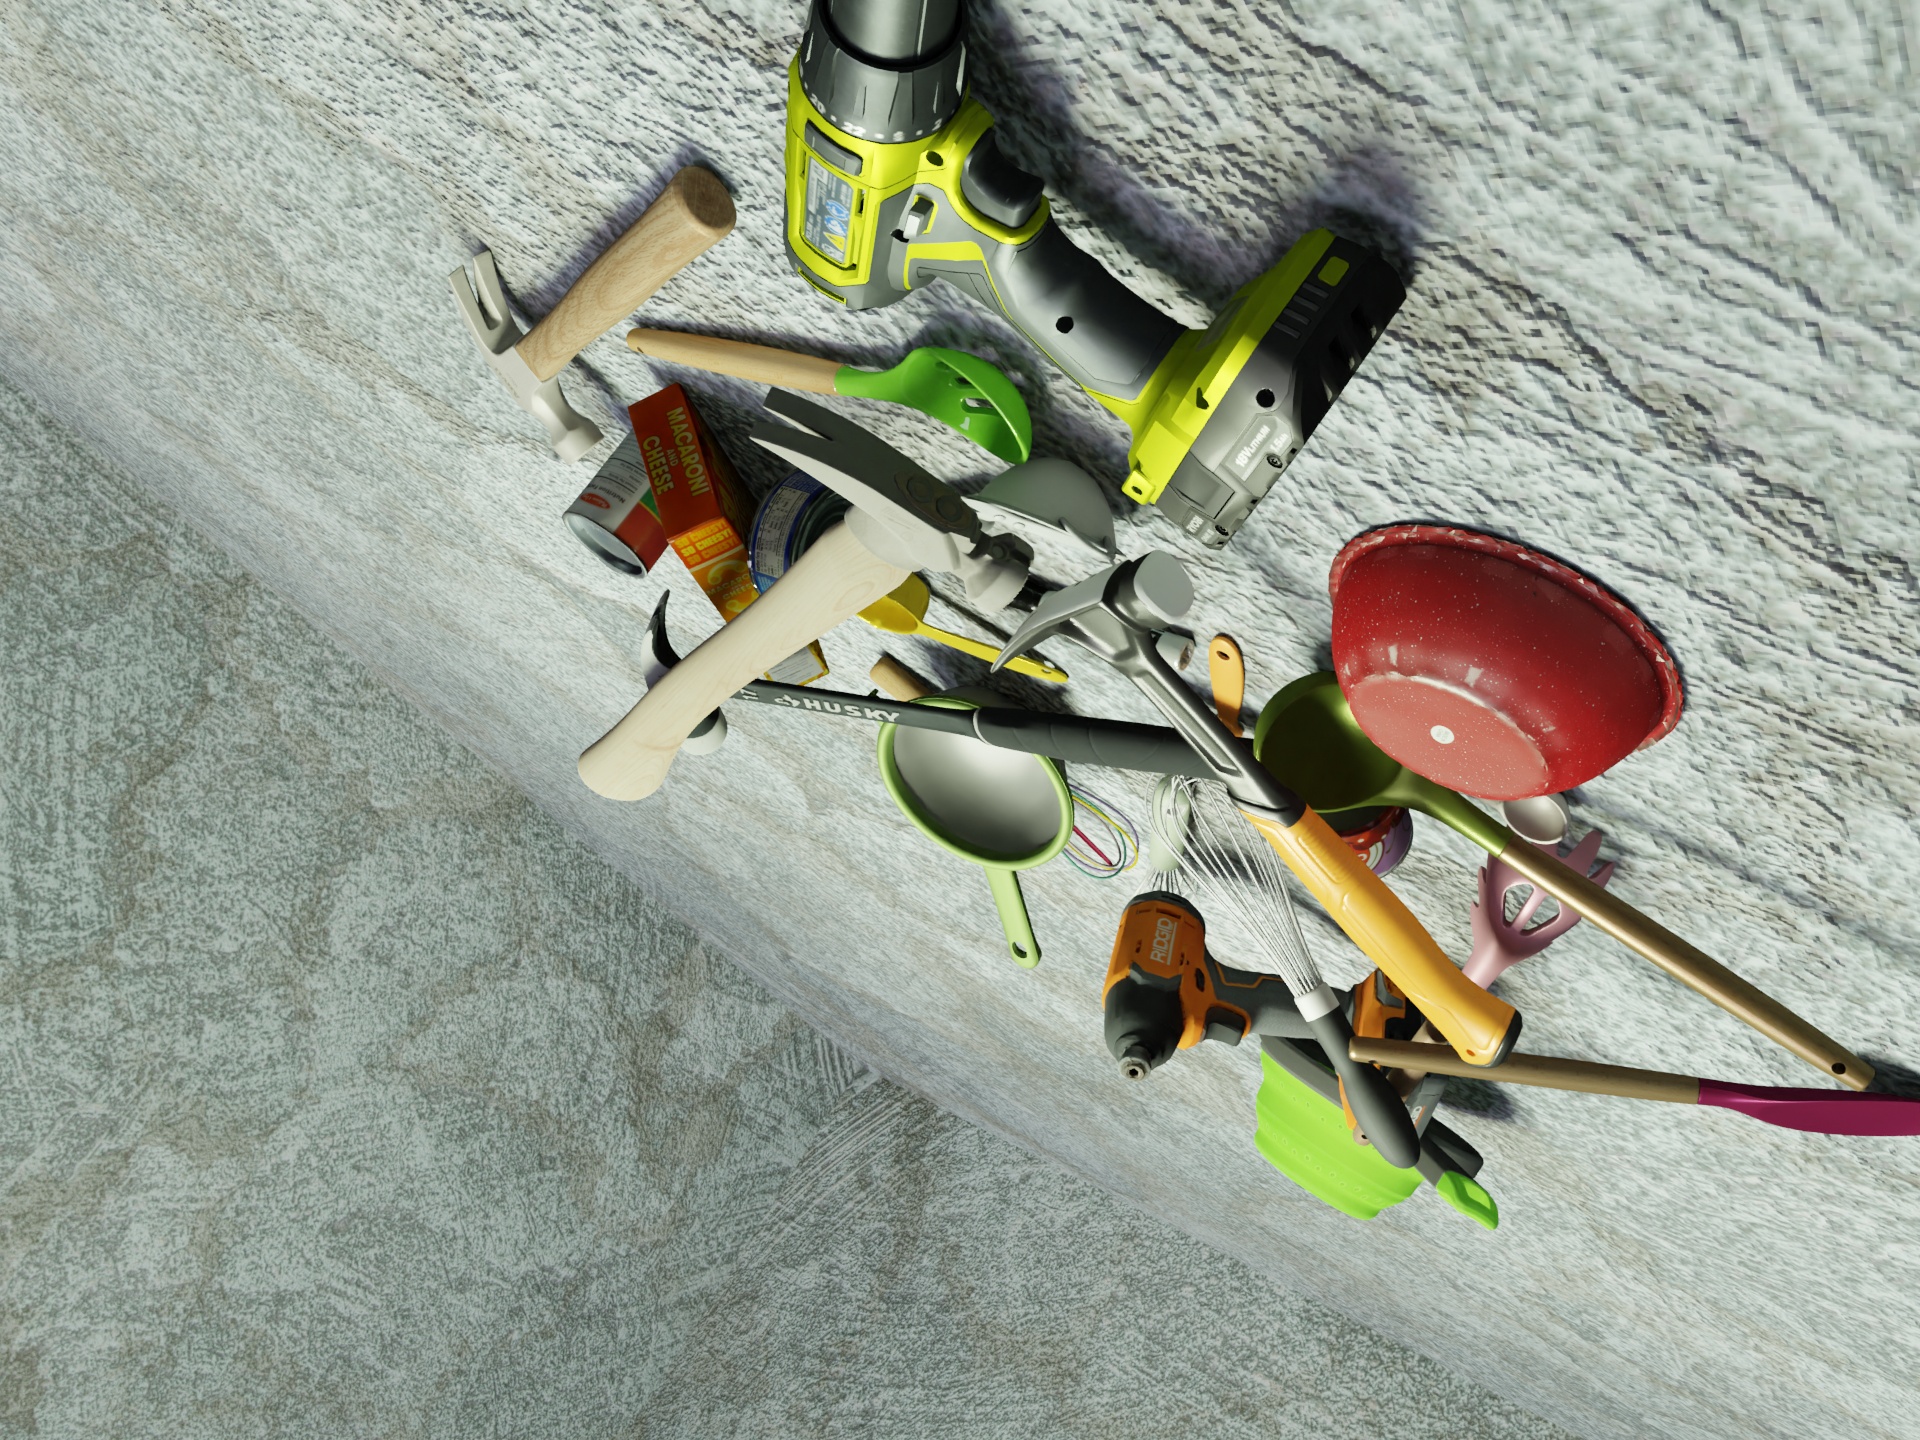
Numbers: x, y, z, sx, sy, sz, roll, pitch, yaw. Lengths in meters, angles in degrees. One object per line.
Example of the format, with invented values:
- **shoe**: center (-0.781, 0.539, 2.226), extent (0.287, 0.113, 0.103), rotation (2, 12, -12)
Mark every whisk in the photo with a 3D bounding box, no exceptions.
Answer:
- **whisk**: center (0.199, 0.141, 0.962), extent (0.285, 0.070, 0.070), rotation (61, 164, 8)
- **whisk**: center (0.031, 0.037, 1.177), extent (0.245, 0.051, 0.047), rotation (38, 167, -4)
- **whisk**: center (0.148, 0.099, 1.141), extent (0.058, 0.059, 0.246), rotation (-7, 152, 1)

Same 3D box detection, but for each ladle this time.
- **ladle**: center (0.282, 0.079, 0.762), extent (0.320, 0.062, 0.078), rotation (35, 118, 18)

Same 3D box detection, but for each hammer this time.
- **hammer**: center (-0.202, -0.231, 0.873), extent (0.130, 0.031, 0.331), rotation (52, 154, -17)
- **hammer**: center (-0.133, -0.040, 0.880), extent (0.146, 0.038, 0.410), rotation (32, 145, -20)
- **hammer**: center (-0.002, -0.003, 0.945), extent (0.409, 0.036, 0.149), rotation (8, 151, 14)
- **hammer**: center (0.161, 0.057, 0.790), extent (0.336, 0.034, 0.127), rotation (45, 149, -15)

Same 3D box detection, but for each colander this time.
- **colander**: center (0.304, 0.332, 1.190), extent (0.204, 0.094, 0.397), rotation (31, -179, -1)

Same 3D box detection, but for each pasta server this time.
- **pasta server**: center (0.281, 0.163, 0.907), extent (0.060, 0.040, 0.316), rotation (29, 142, 15)

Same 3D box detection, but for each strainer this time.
- **strainer**: center (0.012, -0.109, 0.834), extent (0.086, 0.050, 0.258), rotation (19, 176, -29)
- **strainer**: center (0.034, 0.069, 1.137), extent (0.151, 0.069, 0.256), rotation (8, 132, 30)

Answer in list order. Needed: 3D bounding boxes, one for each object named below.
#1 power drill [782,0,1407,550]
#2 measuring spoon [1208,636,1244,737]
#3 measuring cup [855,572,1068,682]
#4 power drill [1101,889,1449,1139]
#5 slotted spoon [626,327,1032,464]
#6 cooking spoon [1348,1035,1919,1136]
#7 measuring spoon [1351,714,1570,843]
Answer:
- **power drill**: center (0.036, -0.175, 0.569), extent (0.228, 0.080, 0.190), rotation (35, 162, 3)
- **measuring spoon**: center (0.147, -0.015, 0.891), extent (0.021, 0.011, 0.116), rotation (26, 161, 21)
- **measuring cup**: center (-0.001, -0.063, 1.015), extent (0.156, 0.029, 0.062), rotation (21, 162, 0)
- **power drill**: center (0.206, 0.208, 1.071), extent (0.226, 0.164, 0.084), rotation (17, 122, 6)
- **slotted spoon**: center (-0.078, -0.181, 0.825), extent (0.314, 0.031, 0.070), rotation (20, 158, 40)
- **cooking spoon**: center (0.377, 0.200, 0.875), extent (0.319, 0.017, 0.068), rotation (5, 152, 13)
- **measuring spoon**: center (0.254, 0.023, 0.810), extent (0.124, 0.018, 0.034), rotation (31, 144, 29)
